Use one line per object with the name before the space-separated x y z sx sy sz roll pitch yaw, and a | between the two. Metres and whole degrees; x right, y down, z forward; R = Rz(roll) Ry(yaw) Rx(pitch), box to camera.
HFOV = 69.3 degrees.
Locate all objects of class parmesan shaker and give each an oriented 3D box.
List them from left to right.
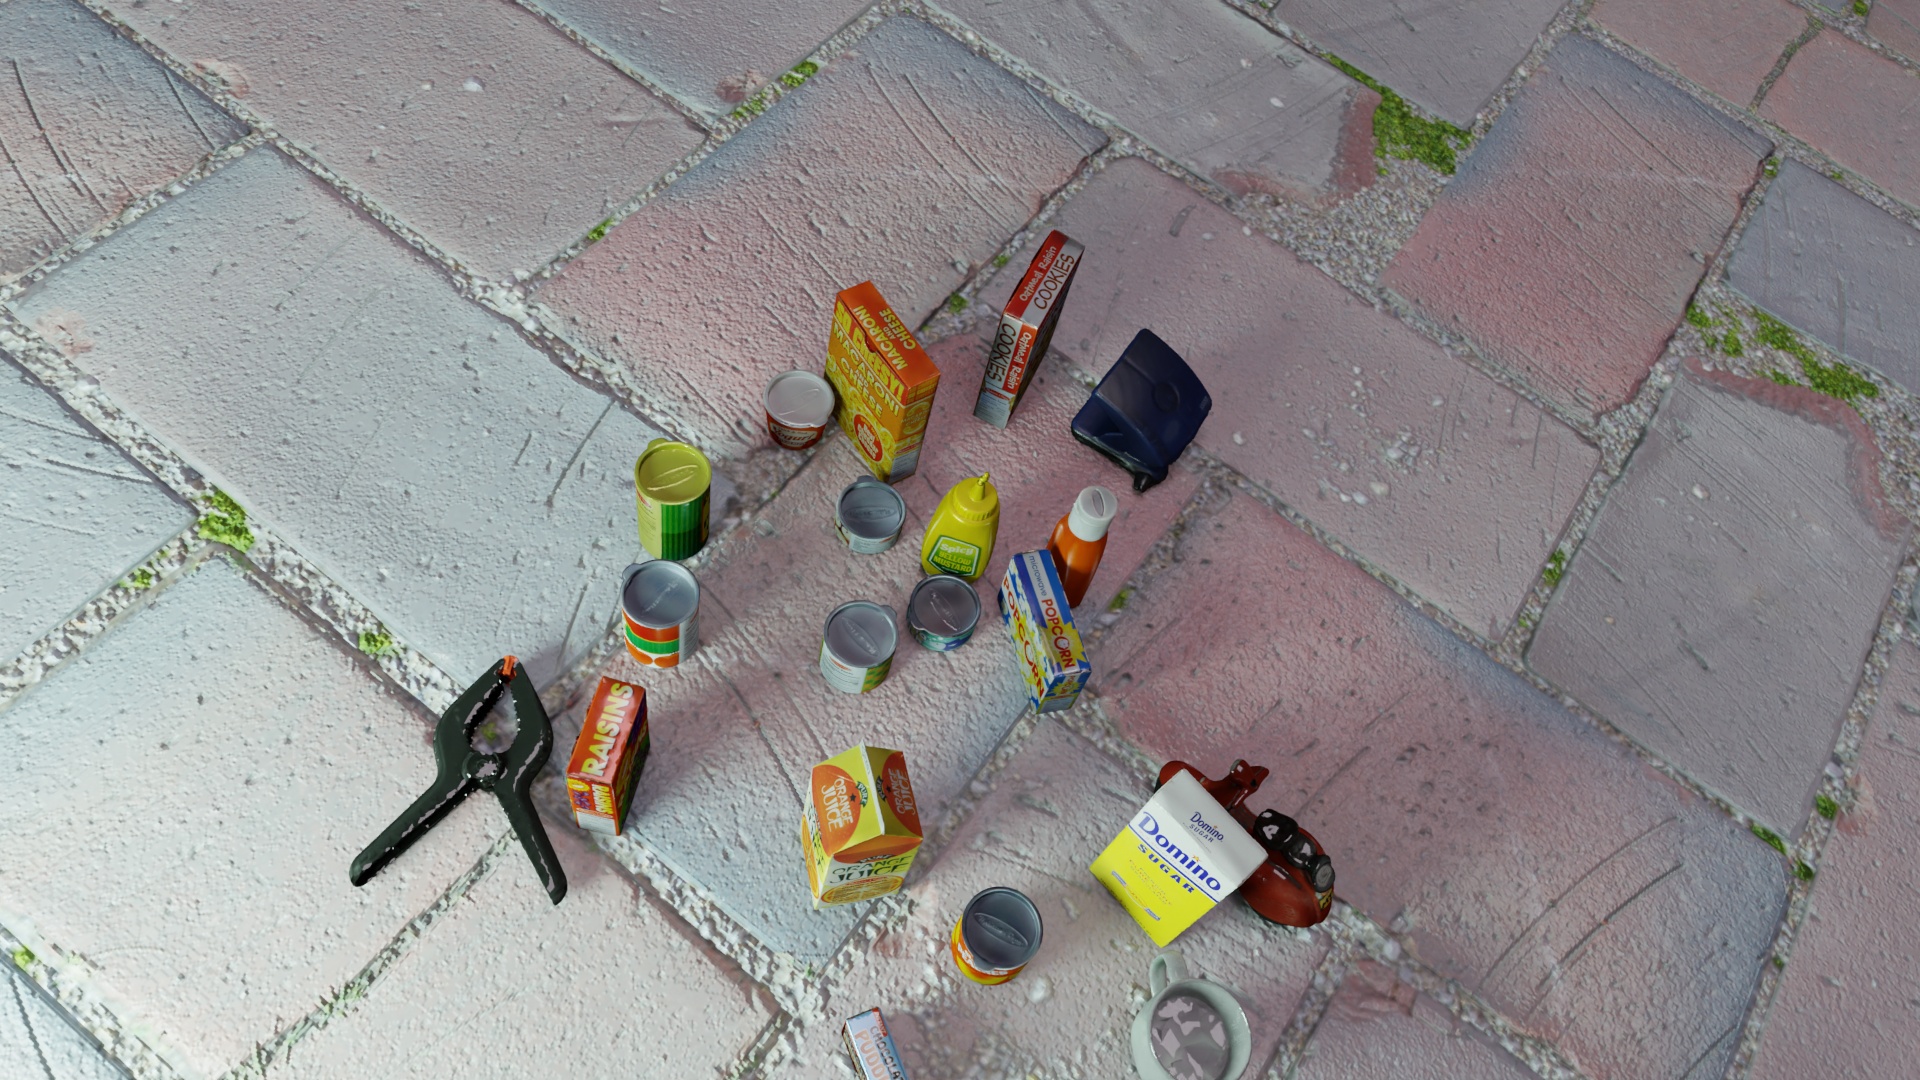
parmesan shaker | -0.259 -0.036 1.251 0.071 0.102 0.071 5 59 -8

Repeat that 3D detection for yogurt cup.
yogurt cup | -0.159 -0.125 1.352 0.072 0.053 0.073 5 59 -8

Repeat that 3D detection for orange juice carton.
orange juice carton | -0.078 0.222 1.081 0.073 0.191 0.072 -7 62 -15

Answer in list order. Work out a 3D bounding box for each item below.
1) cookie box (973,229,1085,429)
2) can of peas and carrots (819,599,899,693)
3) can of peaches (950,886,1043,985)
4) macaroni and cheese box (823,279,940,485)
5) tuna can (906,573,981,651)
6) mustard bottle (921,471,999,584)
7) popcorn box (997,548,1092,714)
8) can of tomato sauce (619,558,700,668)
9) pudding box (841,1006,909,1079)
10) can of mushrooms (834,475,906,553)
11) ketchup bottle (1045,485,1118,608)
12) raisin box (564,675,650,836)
cookie box | 0.066 -0.208 1.379 0.040 0.166 0.123 26 58 4
can of peas and carrots | -0.089 0.093 1.234 0.071 0.058 0.071 5 59 -8
can of peaches | 0.027 0.322 1.121 0.071 0.057 0.071 5 59 -8
macaroni and cheese box | -0.079 -0.145 1.314 0.040 0.165 0.124 -27 68 -24
tuna can | -0.018 0.068 1.278 0.071 0.032 0.071 5 59 -8
mustard bottle | 0.004 -0.016 1.257 0.065 0.159 0.049 17 58 -1
popcorn box | 0.074 0.082 1.257 0.038 0.084 0.127 -9 62 -16
can of tomato sauce | -0.261 0.064 1.203 0.071 0.082 0.071 5 59 -8
pudding box | -0.061 0.404 1.060 0.030 0.049 0.084 -17 64 -20
can of mushrooms | -0.086 -0.024 1.319 0.071 0.033 0.071 5 59 -8
ketchup bottle | 0.107 0.004 1.273 0.043 0.148 0.065 -2 60 -12
raisin box | -0.280 0.174 1.110 0.040 0.122 0.086 15 58 -2
